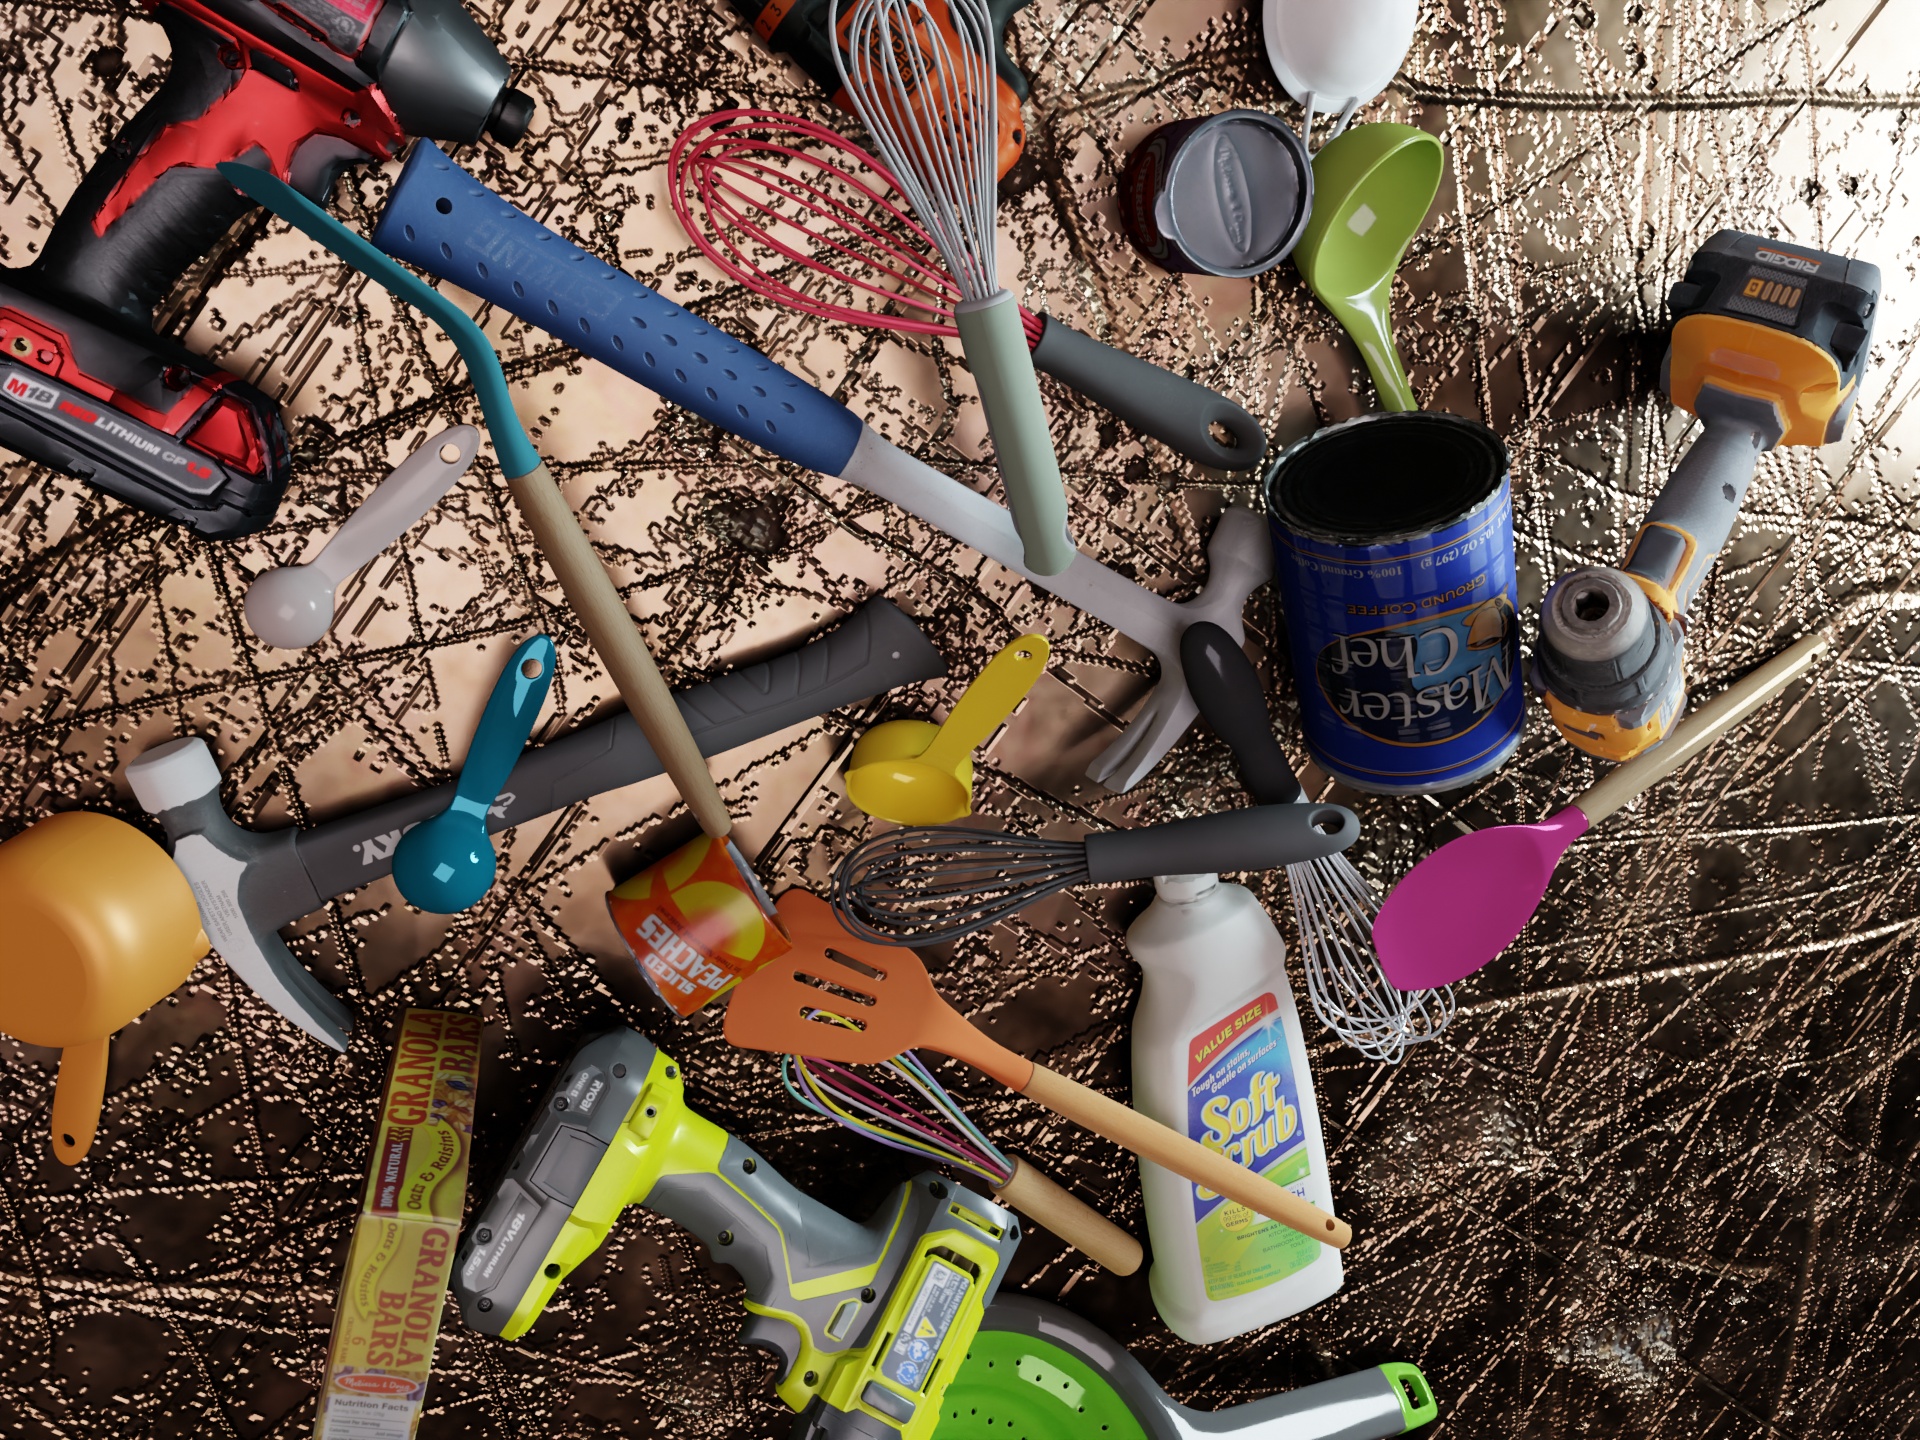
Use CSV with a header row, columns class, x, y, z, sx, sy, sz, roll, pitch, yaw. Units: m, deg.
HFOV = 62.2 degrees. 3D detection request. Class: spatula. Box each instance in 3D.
class,x,y,z,sx,sy,sz,roll,pitch,yaw
spatula,-0.163,-0.068,0.598,0.044,0.082,0.317,-38,126,-21
spatula,0.047,0.179,0.748,0.322,0.041,0.081,29,60,-13

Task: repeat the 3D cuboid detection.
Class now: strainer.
class,x,y,z,sx,sy,sz,roll,pitch,yaw
strainer,0.170,-0.370,0.661,0.087,0.050,0.258,-6,105,-29

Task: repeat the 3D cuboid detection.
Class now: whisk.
class,x,y,z,sx,sy,sz,roll,pitch,yaw
whisk,0.005,0.218,0.791,0.244,0.047,0.051,40,92,-25
whisk,0.015,-0.171,0.670,0.295,0.073,0.073,21,100,-26
whisk,0.165,0.064,0.760,0.070,0.070,0.284,-34,119,-3
whisk,0.006,-0.169,0.612,0.059,0.058,0.246,-11,114,12
whisk,0.059,0.065,0.713,0.239,0.055,0.055,-8,109,5

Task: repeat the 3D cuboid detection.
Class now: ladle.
class,x,y,z,sx,sy,sz,roll,pitch,yaw
ladle,0.222,-0.117,0.741,0.078,0.062,0.320,-33,115,-20

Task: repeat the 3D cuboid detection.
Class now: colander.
class,x,y,z,sx,sy,sz,roll,pitch,yaw
colander,0.086,0.405,0.839,0.397,0.205,0.094,1,141,-31

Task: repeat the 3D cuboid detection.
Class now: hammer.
class,x,y,z,sx,sy,sz,roll,pitch,yaw
hammer,-0.039,-0.100,0.648,0.405,0.035,0.144,26,90,-28
hammer,-0.165,0.026,0.692,0.335,0.035,0.146,-21,110,-8

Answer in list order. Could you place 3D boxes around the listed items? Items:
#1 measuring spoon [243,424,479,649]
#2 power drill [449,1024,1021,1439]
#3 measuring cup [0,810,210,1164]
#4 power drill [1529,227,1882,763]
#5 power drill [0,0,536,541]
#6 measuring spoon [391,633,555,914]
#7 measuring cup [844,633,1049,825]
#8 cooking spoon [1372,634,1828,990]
class,x,y,z,sx,sy,sz,roll,pitch,yaw
measuring spoon,-0.243,-0.076,0.649,0.124,0.018,0.034,-44,112,0
power drill,-0.104,0.251,0.709,0.223,0.080,0.171,31,74,-8
measuring cup,-0.369,0.123,0.646,0.095,0.052,0.173,19,110,3
power drill,0.322,-0.099,0.707,0.226,0.084,0.185,-64,151,1
power drill,-0.261,-0.184,0.584,0.143,0.079,0.219,26,95,-21
measuring spoon,-0.195,0.024,0.652,0.042,0.021,0.128,23,99,-19
measuring cup,-0.001,-0.002,0.682,0.062,0.029,0.156,19,142,-18
cooking spoon,0.327,0.036,0.798,0.319,0.017,0.068,-30,109,-18
